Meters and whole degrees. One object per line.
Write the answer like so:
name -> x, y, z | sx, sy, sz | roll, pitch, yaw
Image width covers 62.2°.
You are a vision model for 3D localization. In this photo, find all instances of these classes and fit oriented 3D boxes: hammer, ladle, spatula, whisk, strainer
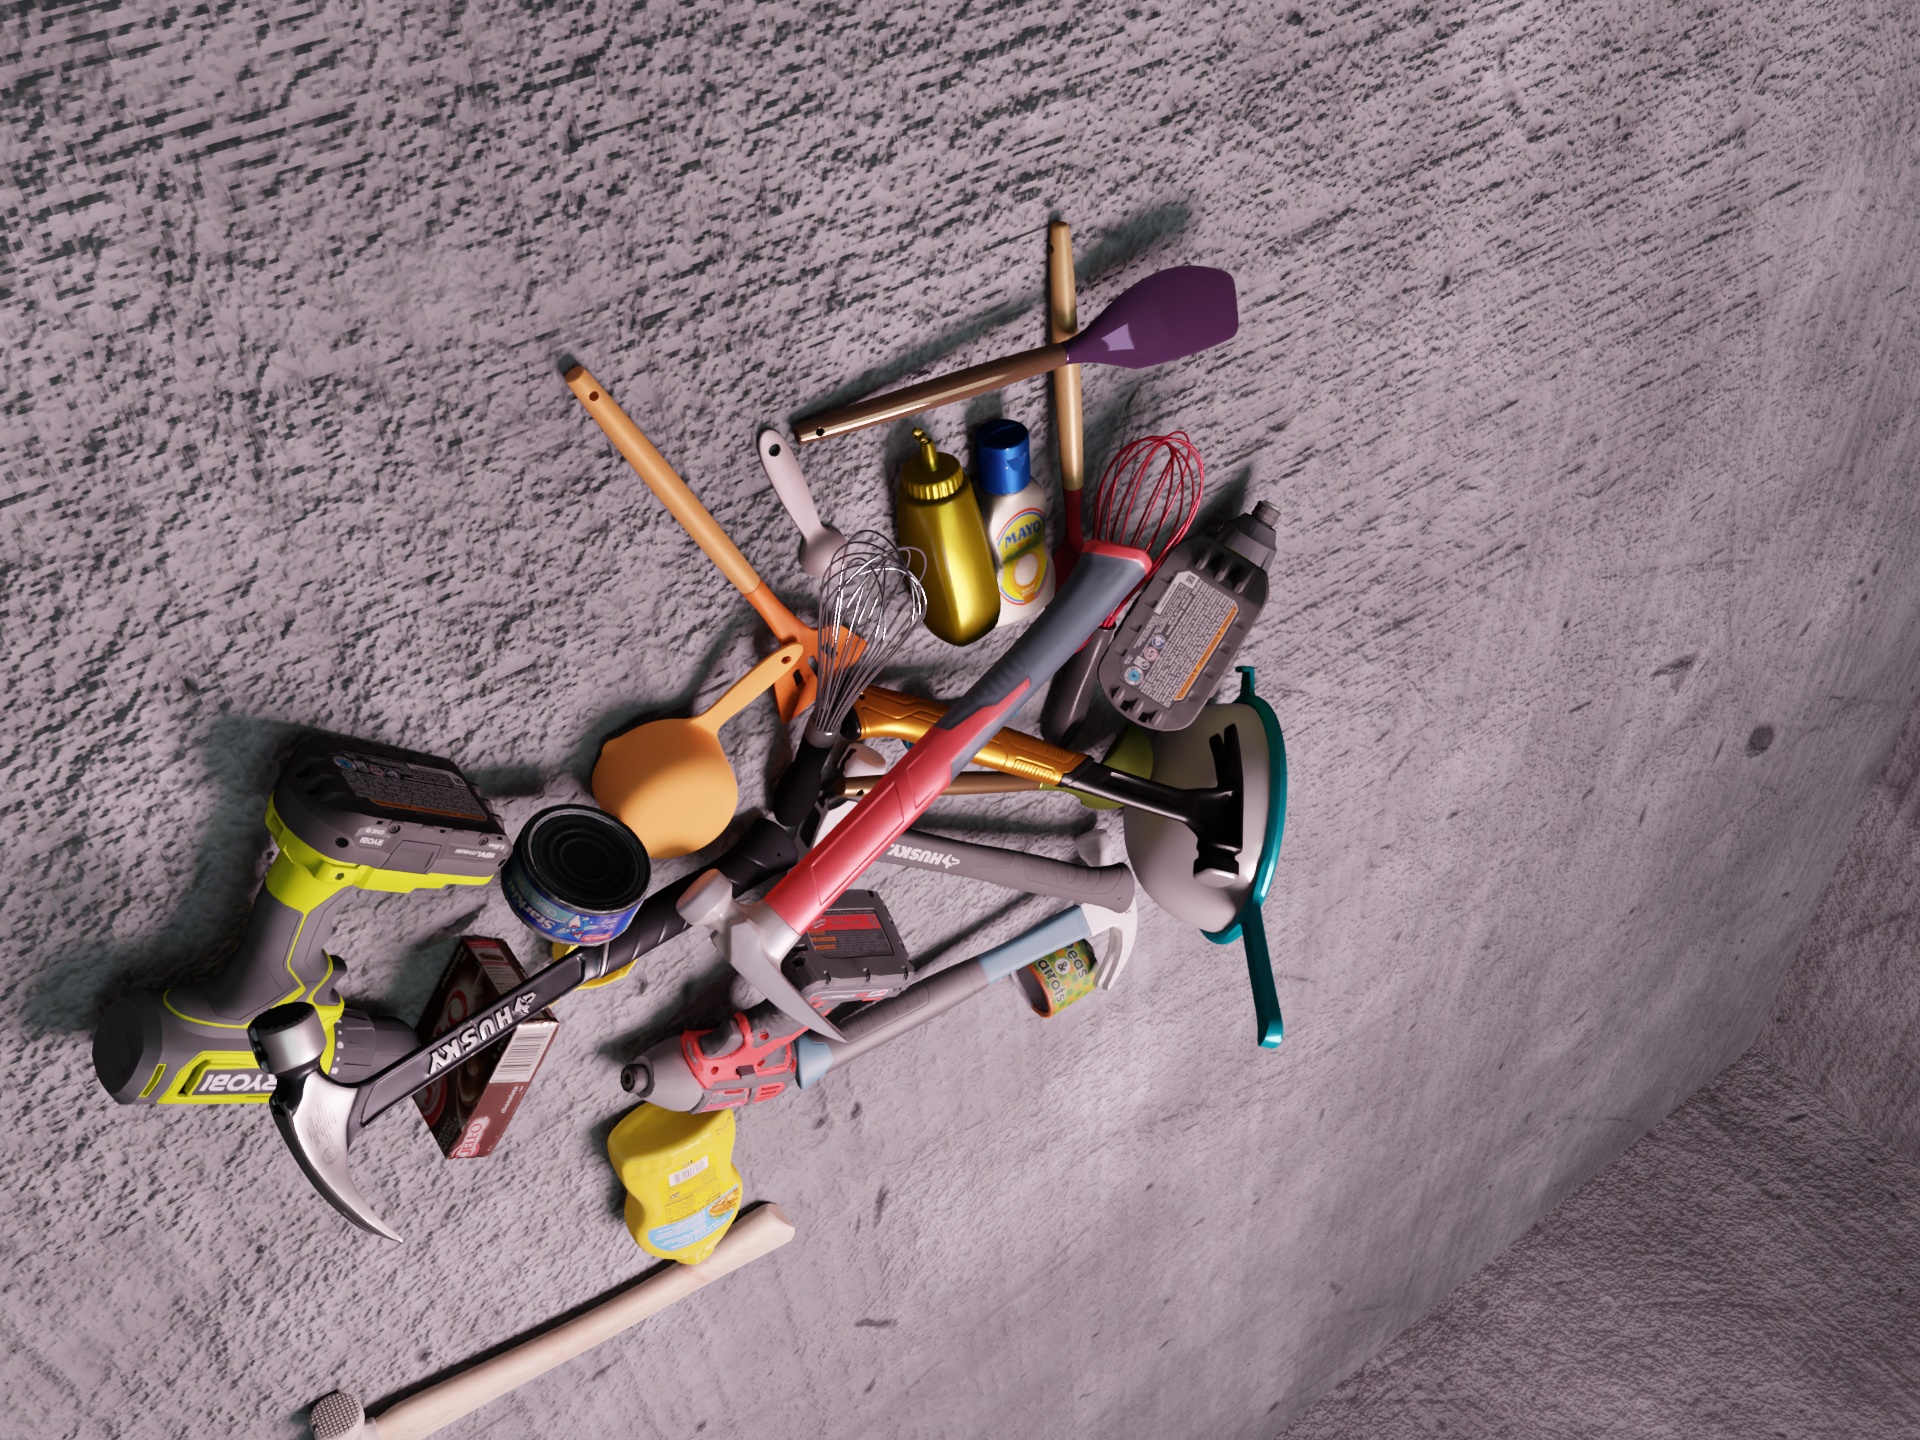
hammer -> -0.323, 0.520, 1.326 | 0.410, 0.038, 0.146 | -20, 136, -30
ladle -> 0.074, -0.184, 1.085 | 0.031, 0.069, 0.315 | -20, 128, -19
hammer -> -0.002, 0.033, 1.058 | 0.386, 0.038, 0.143 | -46, 102, -8
spatula -> -0.146, -0.101, 0.973 | 0.081, 0.041, 0.322 | -43, 137, -6
whisk -> -0.081, -0.014, 1.038 | 0.070, 0.070, 0.284 | -17, 149, -33
hammer -> 0.005, 0.216, 1.343 | 0.331, 0.033, 0.128 | -25, 97, -17
hammer -> 0.013, 0.116, 1.255 | 0.334, 0.035, 0.146 | 16, 112, -38
ladle -> 0.031, 0.038, 1.198 | 0.320, 0.062, 0.078 | 0, 131, -42
whisk -> 0.111, -0.090, 1.194 | 0.073, 0.073, 0.295 | -14, 137, -35
spatula -> 0.041, -0.227, 1.006 | 0.316, 0.018, 0.059 | -21, 118, -17
hammer -> -0.238, 0.160, 0.990 | 0.409, 0.036, 0.149 | -31, 116, -50
hammer -> 0.063, 0.023, 1.160 | 0.336, 0.127, 0.034 | 17, 152, -22
strainer -> 0.190, 0.118, 1.280 | 0.095, 0.341, 0.210 | 10, 130, -9

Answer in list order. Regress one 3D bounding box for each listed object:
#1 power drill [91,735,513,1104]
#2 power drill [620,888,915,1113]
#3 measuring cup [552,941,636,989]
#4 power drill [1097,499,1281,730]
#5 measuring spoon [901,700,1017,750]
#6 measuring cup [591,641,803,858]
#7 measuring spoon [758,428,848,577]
power drill -> -0.362, 0.131, 0.928 | 0.190, 0.080, 0.228 | 17, 112, -53
power drill -> -0.147, 0.215, 1.164 | 0.143, 0.079, 0.219 | 5, 138, -45
measuring cup -> -0.289, 0.182, 1.086 | 0.156, 0.029, 0.062 | -35, 141, 4
power drill -> 0.179, -0.082, 1.179 | 0.171, 0.080, 0.223 | -59, 173, 17
measuring spoon -> -0.002, -0.004, 1.197 | 0.128, 0.021, 0.042 | -12, 128, -48
measuring cup -> -0.157, 0.021, 1.015 | 0.173, 0.052, 0.095 | -41, 141, 13
measuring spoon -> -0.097, -0.133, 0.992 | 0.034, 0.018, 0.124 | -38, 140, -11
